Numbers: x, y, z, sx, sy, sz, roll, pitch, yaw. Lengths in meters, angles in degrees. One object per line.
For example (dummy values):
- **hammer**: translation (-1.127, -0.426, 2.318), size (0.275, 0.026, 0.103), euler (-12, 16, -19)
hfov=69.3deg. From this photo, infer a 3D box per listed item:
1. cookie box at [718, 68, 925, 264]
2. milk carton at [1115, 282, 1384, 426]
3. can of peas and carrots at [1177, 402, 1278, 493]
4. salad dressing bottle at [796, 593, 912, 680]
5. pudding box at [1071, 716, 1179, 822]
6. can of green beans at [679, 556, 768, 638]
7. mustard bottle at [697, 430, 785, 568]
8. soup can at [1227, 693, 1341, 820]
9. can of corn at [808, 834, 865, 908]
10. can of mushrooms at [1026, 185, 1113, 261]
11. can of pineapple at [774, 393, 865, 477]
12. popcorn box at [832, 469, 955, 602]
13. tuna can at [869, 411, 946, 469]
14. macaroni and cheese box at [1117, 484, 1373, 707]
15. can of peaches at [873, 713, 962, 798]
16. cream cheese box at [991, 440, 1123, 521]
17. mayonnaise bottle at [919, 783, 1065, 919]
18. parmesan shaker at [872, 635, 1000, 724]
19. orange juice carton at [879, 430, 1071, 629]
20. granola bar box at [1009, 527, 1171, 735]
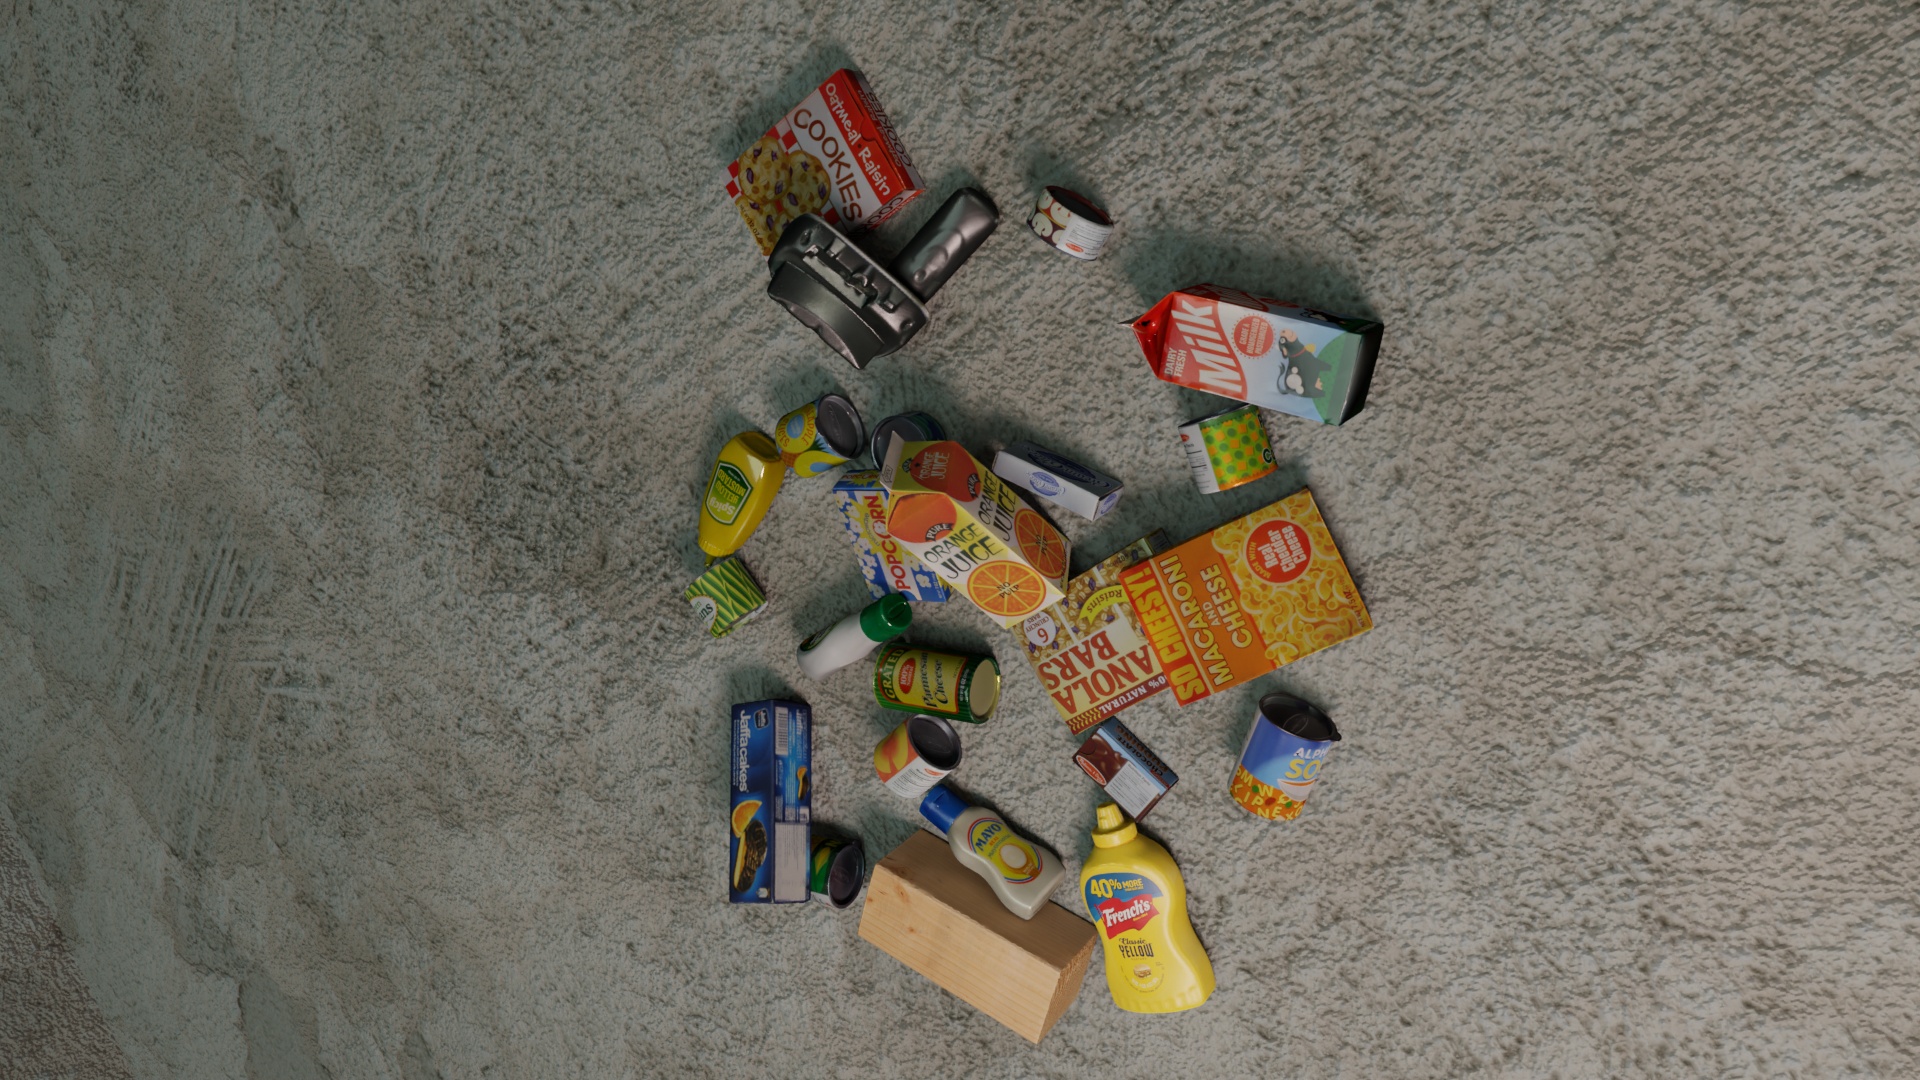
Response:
- **cookie box**: translation (-0.128, -0.326, 1.260), size (0.167, 0.040, 0.123), euler (-30, 87, 32)
- **milk carton**: translation (0.221, -0.152, 1.084), size (0.191, 0.072, 0.073), euler (19, 113, 25)
- **can of peas and carrots**: translation (0.217, -0.076, 1.113), size (0.071, 0.071, 0.058), euler (-16, 95, 33)
- **salad dressing bottle**: translation (-0.102, 0.092, 1.333), size (0.147, 0.064, 0.044), euler (-31, 95, 45)
- **pudding box**: translation (0.148, 0.205, 1.249), size (0.084, 0.030, 0.049), euler (43, 121, 14)
- **can of green beans**: translation (-0.238, 0.058, 1.413), size (0.071, 0.071, 0.058), euler (-39, 83, 32)
- **mustard bottle**: translation (-0.228, -0.031, 1.393), size (0.065, 0.049, 0.159), euler (37, 118, 19)
- **soup can**: translation (0.268, 0.181, 1.150), size (0.071, 0.071, 0.083), euler (26, 116, 22)
- **can of corn**: translation (-0.139, 0.338, 1.433), size (0.058, 0.071, 0.071), euler (6, 106, 29)
- **can of mushrooms**: translation (0.089, -0.261, 1.137), size (0.071, 0.071, 0.033), euler (39, 119, 16)
- **can of pineapple**: translation (-0.134, -0.099, 1.308), size (0.057, 0.071, 0.071), euler (-21, 92, 33)
- **popcorn box**: translation (-0.058, -0.005, 1.285), size (0.085, 0.038, 0.126), euler (0, 123, 30)
- **tuna can**: translation (-0.047, -0.083, 1.283), size (0.071, 0.033, 0.071), euler (9, 107, 28)
- **macaroni and cheese box**: translation (0.230, 0.046, 1.124), size (0.166, 0.040, 0.123), euler (-25, 89, 14)
- **can of peaches**: translation (-0.042, 0.205, 1.340), size (0.057, 0.071, 0.071), euler (-44, 80, 32)
- **cream cheese box**: translation (0.084, -0.054, 1.202), size (0.104, 0.053, 0.024), euler (27, 117, 22)
- **mayonnaise bottle**: translation (0.026, 0.291, 1.325), size (0.148, 0.065, 0.041), euler (37, 149, 20)
- **parmesan shaker**: translation (-0.021, 0.130, 1.307), size (0.103, 0.071, 0.071), euler (6, 106, 29)
- **orange juice carton**: translation (0.004, -0.015, 1.194), size (0.072, 0.072, 0.192), euler (-32, 120, 33)
- **granola bar box**: translation (0.136, 0.082, 1.217), size (0.165, 0.039, 0.124), euler (-33, 86, 33)
